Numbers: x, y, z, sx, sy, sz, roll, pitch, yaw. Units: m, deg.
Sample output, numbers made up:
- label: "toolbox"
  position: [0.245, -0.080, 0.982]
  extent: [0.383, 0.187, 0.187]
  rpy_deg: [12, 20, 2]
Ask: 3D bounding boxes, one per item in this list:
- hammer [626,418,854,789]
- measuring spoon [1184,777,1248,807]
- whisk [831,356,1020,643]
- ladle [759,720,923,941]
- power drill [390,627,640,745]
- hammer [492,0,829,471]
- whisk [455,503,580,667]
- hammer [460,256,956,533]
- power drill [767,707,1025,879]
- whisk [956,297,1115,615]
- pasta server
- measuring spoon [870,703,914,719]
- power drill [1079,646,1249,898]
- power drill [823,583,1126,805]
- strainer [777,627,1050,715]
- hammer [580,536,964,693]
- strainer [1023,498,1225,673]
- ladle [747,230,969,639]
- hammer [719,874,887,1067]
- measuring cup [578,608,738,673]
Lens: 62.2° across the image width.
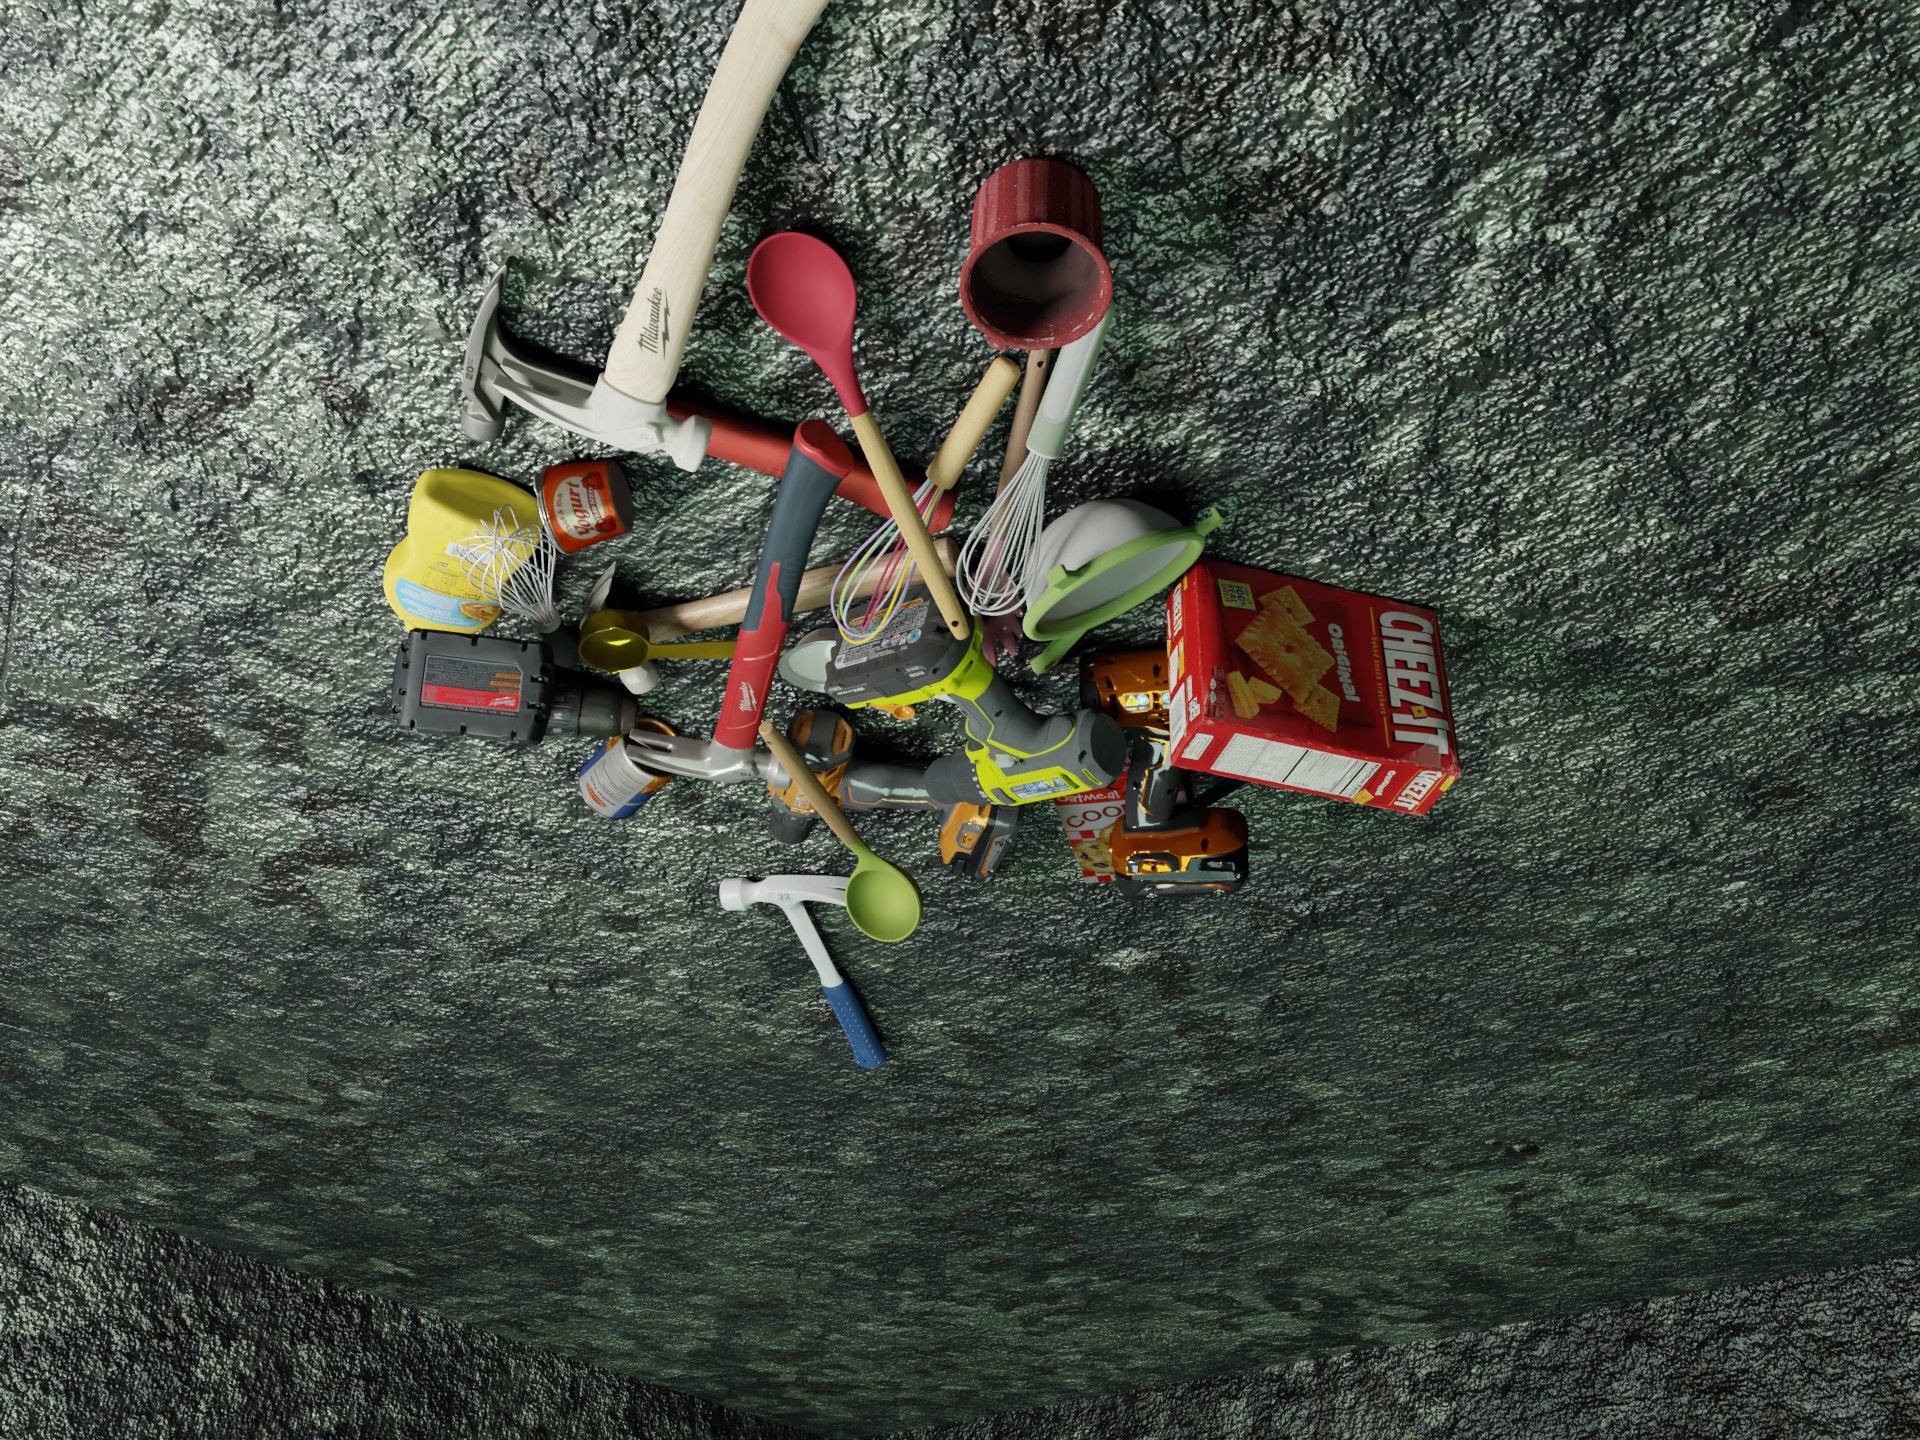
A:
- label: "hammer"
  position: [-0.165, -0.080, 1.230]
  extent: [0.143, 0.038, 0.386]
  rpy_deg: [11, 139, -11]
- label: "measuring spoon"
  position: [0.258, 0.059, 1.437]
  extent: [0.128, 0.021, 0.042]
  rpy_deg: [-31, 139, 10]
- label: "whisk"
  position: [-0.024, -0.153, 1.145]
  extent: [0.051, 0.047, 0.245]
  rpy_deg: [23, 119, -22]
- label: "ladle"
  position: [-0.109, 0.101, 1.392]
  extent: [0.078, 0.062, 0.319]
  rpy_deg: [3, 148, 23]
- label: "power drill"
  position: [-0.363, -0.018, 1.309]
  extent: [0.188, 0.080, 0.227]
  rpy_deg: [7, 176, -9]
- label: "hammer"
  position: [-0.161, -0.325, 0.957]
  extent: [0.146, 0.038, 0.410]
  rpy_deg: [19, 134, -17]
- label: "whisk"
  position: [-0.329, -0.092, 1.237]
  extent: [0.070, 0.070, 0.284]
  rpy_deg: [5, 165, -2]
- label: "hammer"
  position: [-0.171, -0.211, 1.139]
  extent: [0.359, 0.037, 0.149]
  rpy_deg: [16, 141, -15]
- label: "power drill"
  position: [-0.068, 0.080, 1.479]
  extent: [0.226, 0.084, 0.185]
  rpy_deg: [15, 144, -8]
- label: "whisk"
  position: [0.053, -0.179, 1.096]
  extent: [0.058, 0.059, 0.246]
  rpy_deg: [27, 117, 12]
- label: "pasta server"
  position: [0.035, -0.154, 1.196]
  extent: [0.060, 0.040, 0.316]
  rpy_deg: [-3, 143, -12]
- label: "measuring spoon"
  position: [-0.092, -0.028, 1.395]
  extent: [0.116, 0.011, 0.021]
  rpy_deg: [23, 138, -18]
- label: "power drill"
  position: [0.194, 0.039, 1.360]
  extent: [0.164, 0.084, 0.226]
  rpy_deg: [-5, 120, 11]
- label: "power drill"
  position: [-0.002, -0.004, 1.284]
  extent: [0.190, 0.080, 0.228]
  rpy_deg: [-14, 139, 38]
- label: "strainer"
  position: [-0.045, -0.036, 1.343]
  extent: [0.258, 0.050, 0.086]
  rpy_deg: [15, 149, -14]
- label: "hammer"
  position: [-0.158, -0.099, 1.287]
  extent: [0.331, 0.031, 0.129]
  rpy_deg: [-11, 141, 18]
- label: "strainer"
  position: [0.089, -0.108, 1.238]
  extent: [0.151, 0.069, 0.256]
  rpy_deg: [-22, 168, -21]
- label: "ladle"
  position: [-0.058, -0.188, 1.091]
  extent: [0.069, 0.031, 0.315]
  rpy_deg: [-16, 118, 17]
- label: "hammer"
  position: [-0.141, 0.288, 1.788]
  extent: [0.144, 0.035, 0.405]
  rpy_deg: [-5, 142, 10]
- label: "measuring cup"
  position: [-0.231, -0.067, 1.295]
  extent: [0.156, 0.029, 0.062]
  rpy_deg: [-1, 145, -15]
